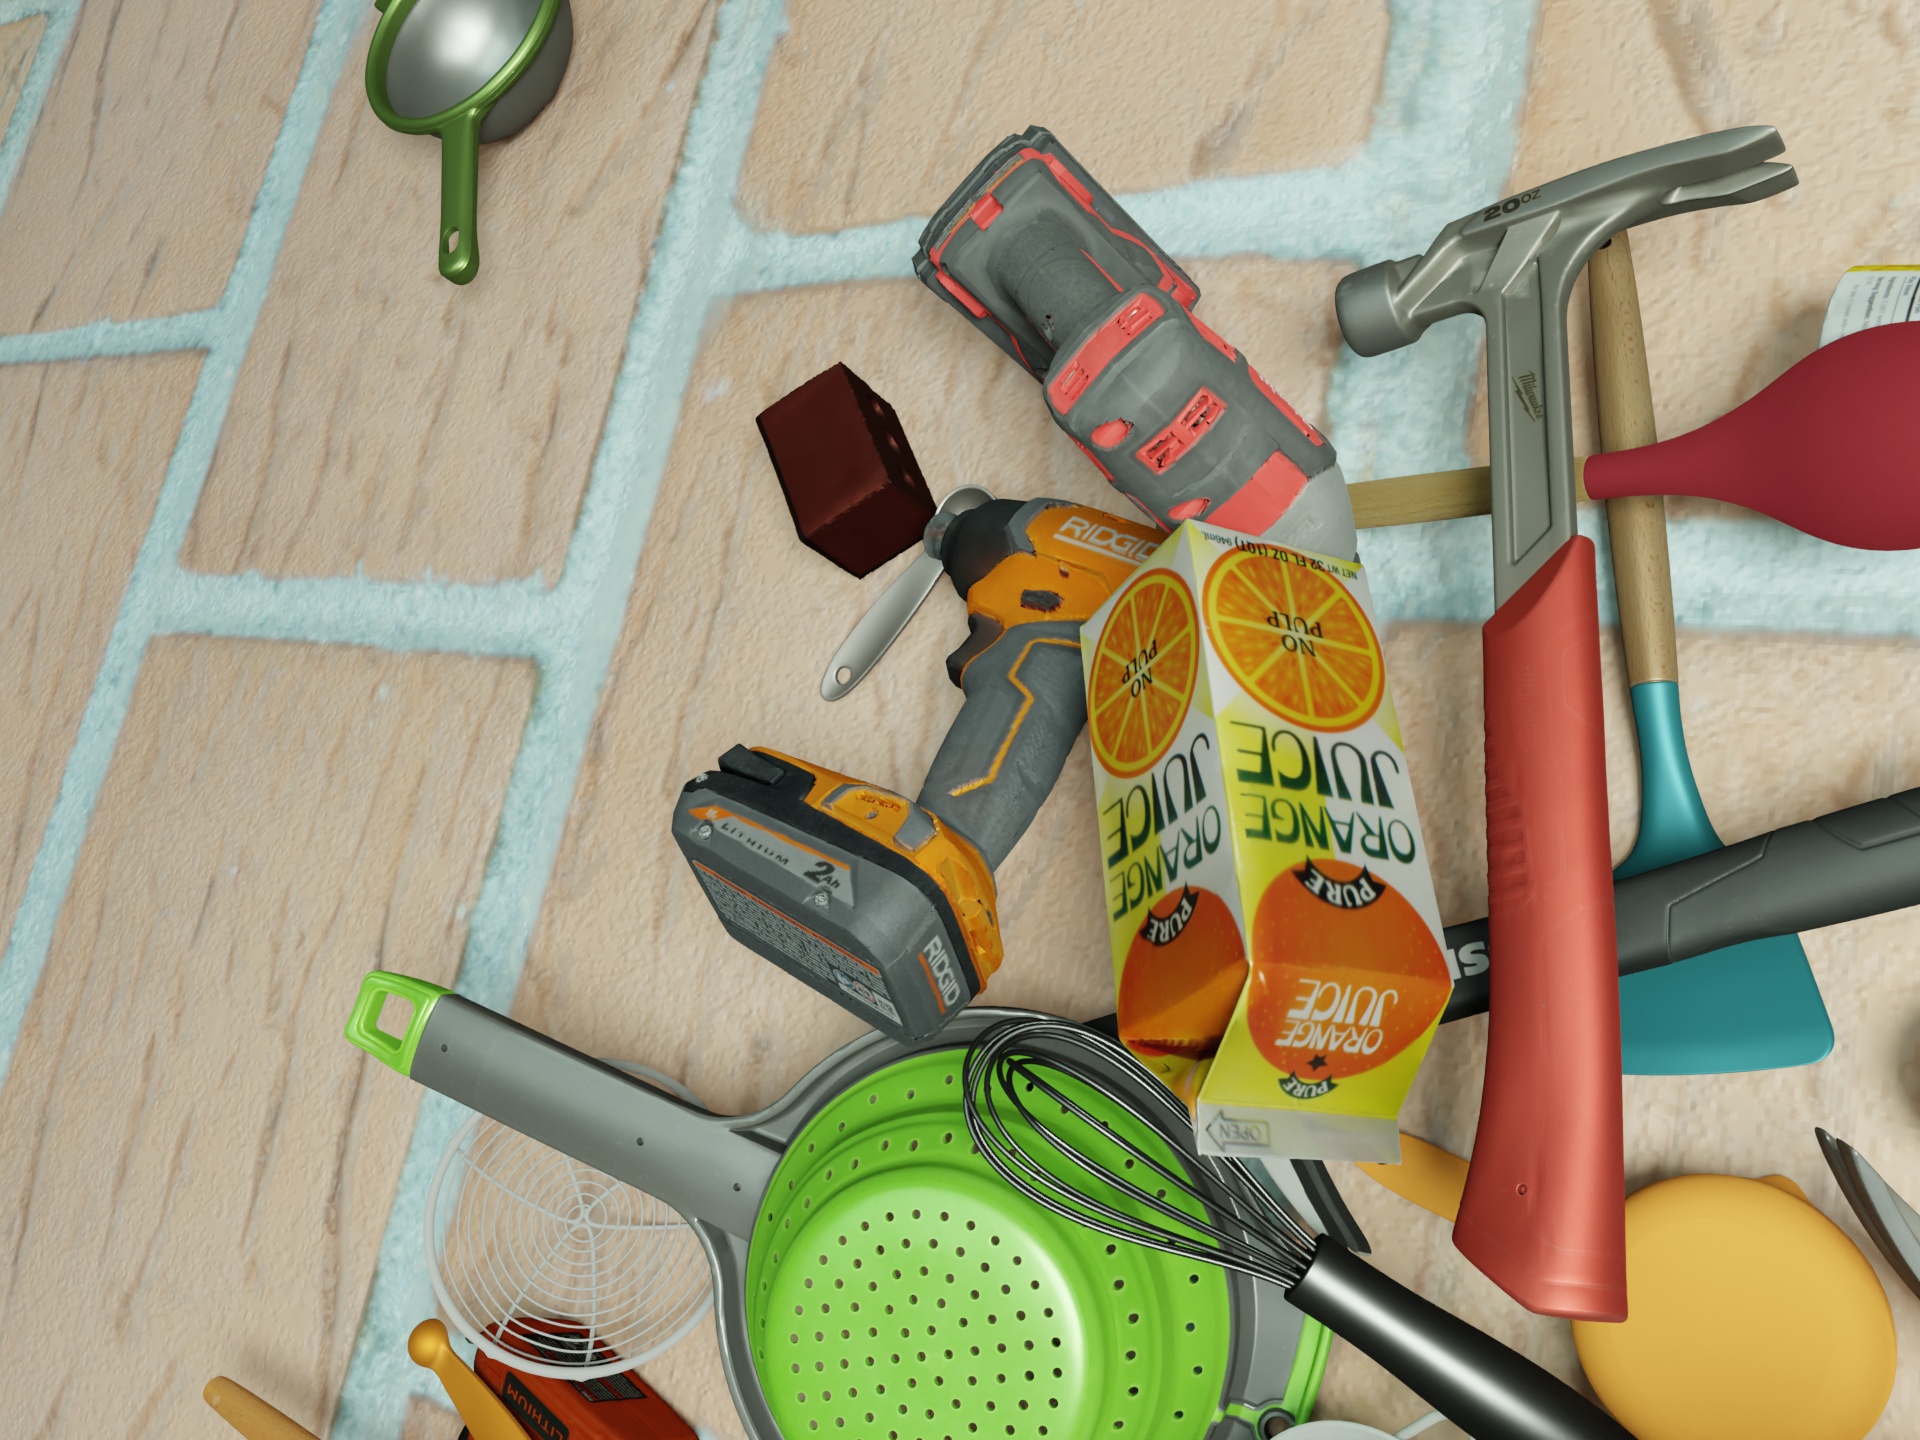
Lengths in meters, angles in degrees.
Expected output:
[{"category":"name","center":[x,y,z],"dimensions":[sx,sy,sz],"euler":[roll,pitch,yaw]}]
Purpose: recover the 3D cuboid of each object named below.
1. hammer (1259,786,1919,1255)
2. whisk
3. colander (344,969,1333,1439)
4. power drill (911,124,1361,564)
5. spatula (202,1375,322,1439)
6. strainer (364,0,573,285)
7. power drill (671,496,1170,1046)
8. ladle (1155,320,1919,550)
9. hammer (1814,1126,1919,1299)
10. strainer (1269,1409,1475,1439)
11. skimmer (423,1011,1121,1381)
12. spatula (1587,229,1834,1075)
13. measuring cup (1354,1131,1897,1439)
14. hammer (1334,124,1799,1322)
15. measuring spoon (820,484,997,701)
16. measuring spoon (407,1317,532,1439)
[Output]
[{"category":"hammer","center":[0.227,0.059,0.474],"dimensions":[0.335,0.035,0.146],"euler":[-22,59,27]},{"category":"whisk","center":[0.102,0.164,0.469],"dimensions":[0.239,0.055,0.055],"euler":[32,91,10]},{"category":"colander","center":[-0.074,0.175,0.556],"dimensions":[0.397,0.094,0.204],"euler":[20,88,16]},{"category":"power drill","center":[0.070,-0.131,0.604],"dimensions":[0.078,0.143,0.220],"euler":[-45,37,16]},{"category":"spatula","center":[-0.223,0.324,0.627],"dimensions":[0.323,0.041,0.081],"euler":[8,80,38]},{"category":"strainer","center":[-0.279,-0.357,0.950],"dimensions":[0.151,0.069,0.257],"euler":[-15,67,23]},{"category":"power drill","center":[-0.001,-0.002,0.616],"dimensions":[0.164,0.084,0.226],"euler":[24,58,35]},{"category":"ladle","center":[0.198,-0.084,0.561],"dimensions":[0.315,0.031,0.069],"euler":[-1,90,44]},{"category":"hammer","center":[0.409,0.037,0.401],"dimensions":[0.386,0.038,0.143],"euler":[-46,80,6]},{"category":"strainer","center":[0.095,0.319,0.509],"dimensions":[0.087,0.050,0.258],"euler":[34,98,26]},{"category":"skimmer","center":[-0.042,0.158,0.615],"dimensions":[0.363,0.090,0.127],"euler":[-23,72,21]},{"category":"spatula","center":[0.235,-0.039,0.545],"dimensions":[0.082,0.044,0.318],"euler":[-10,70,33]},{"category":"measuring cup","center":[0.194,0.166,0.494],"dimensions":[0.174,0.052,0.095],"euler":[21,85,32]},{"category":"hammer","center":[0.186,-0.009,0.483],"dimensions":[0.149,0.036,0.359],"euler":[-11,64,38]},{"category":"measuring spoon","center":[-0.022,-0.055,0.728],"dimensions":[0.124,0.018,0.034],"euler":[-49,63,15]},{"category":"measuring spoon","center":[-0.191,0.283,0.637],"dimensions":[0.117,0.011,0.021],"euler":[34,94,35]}]
